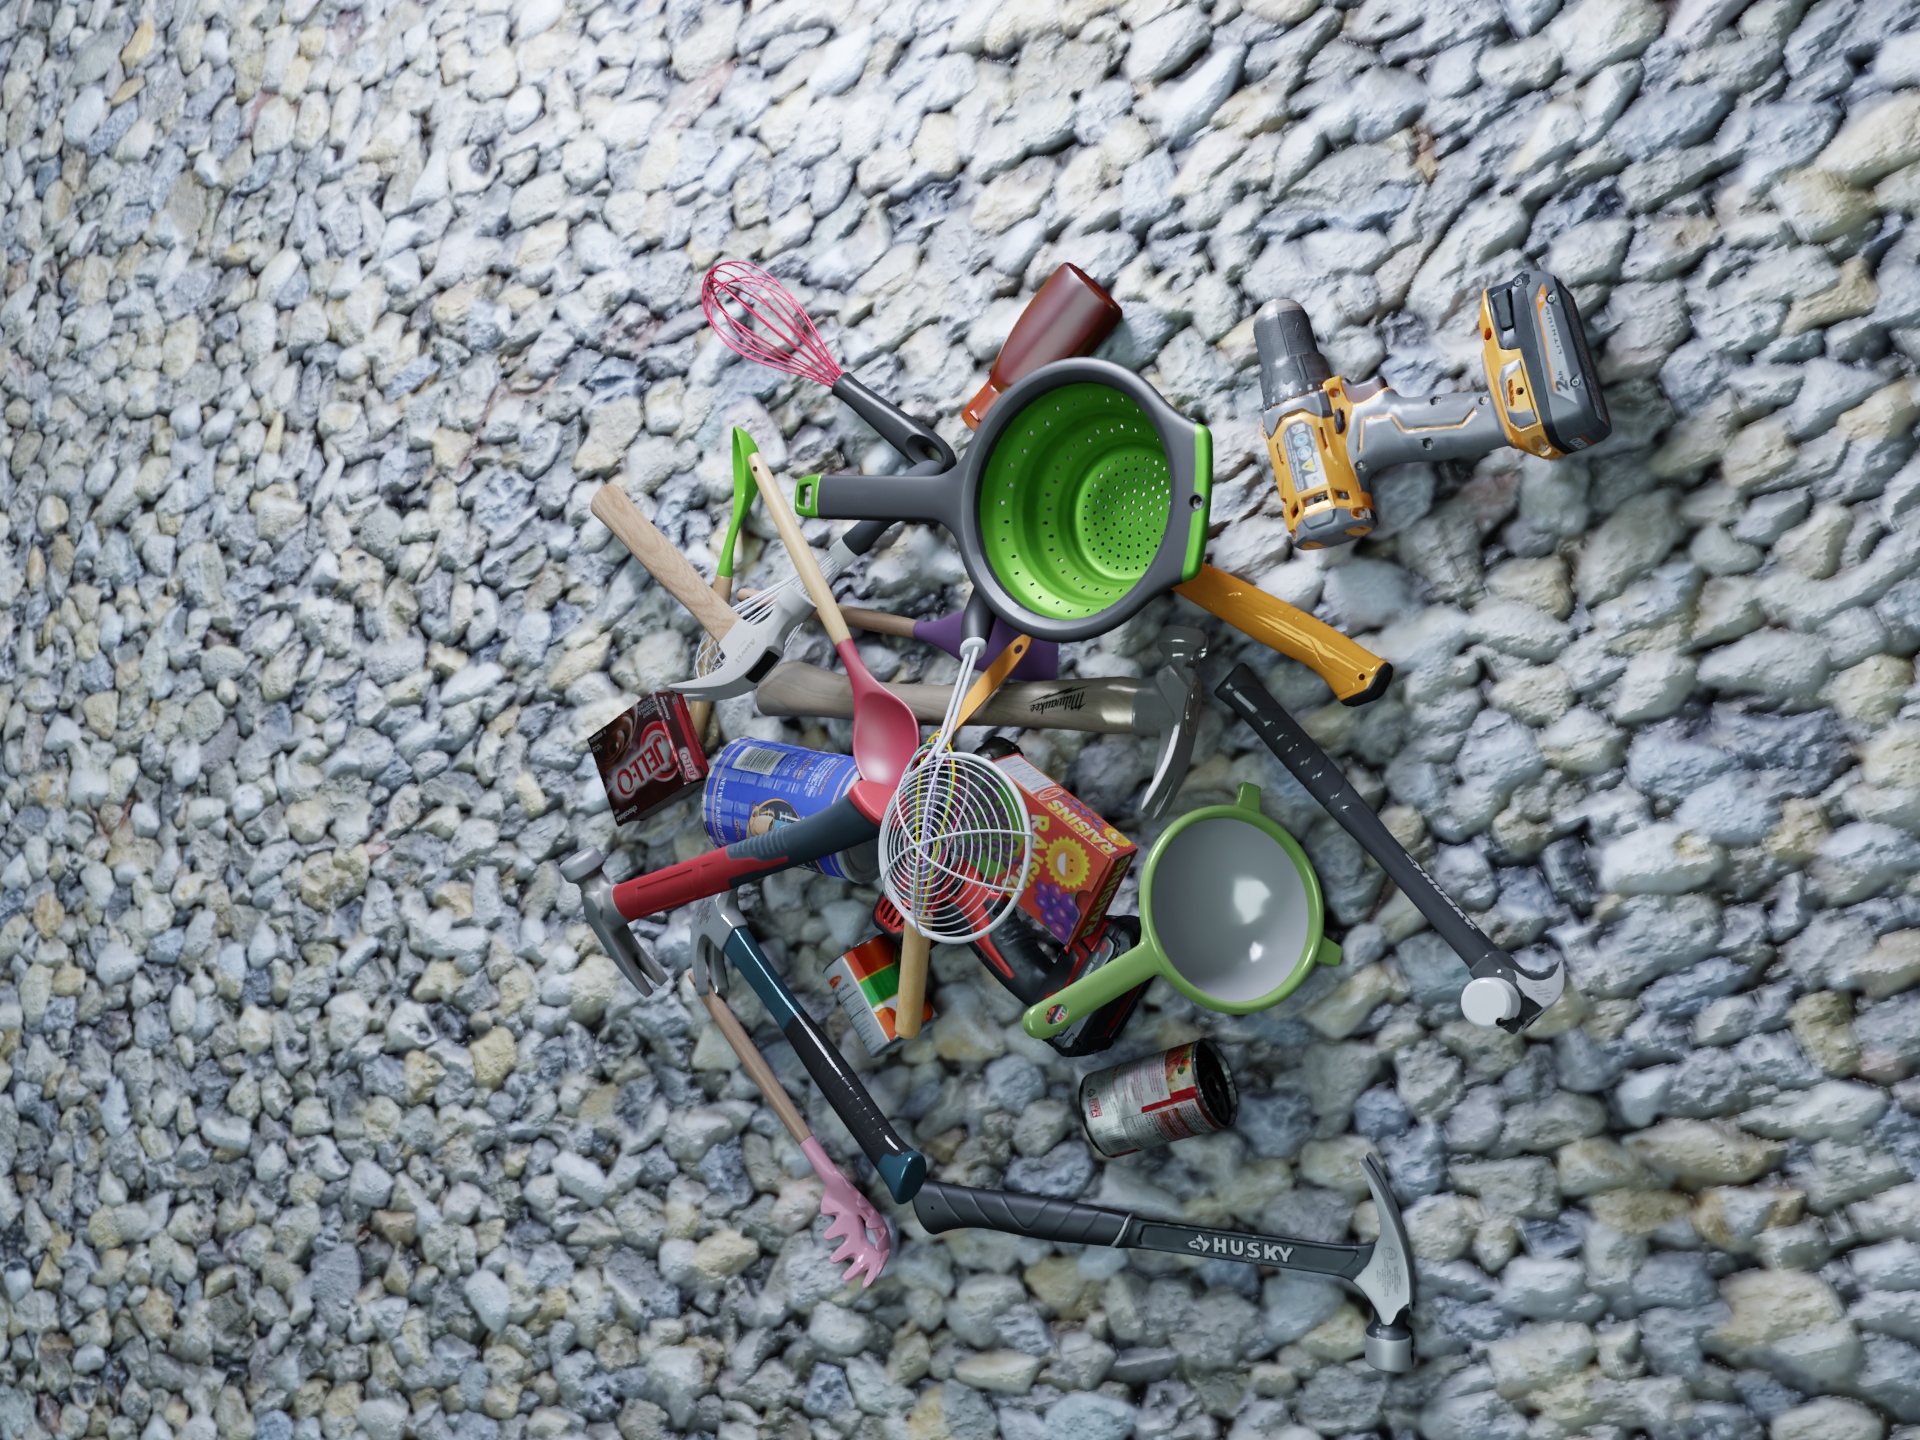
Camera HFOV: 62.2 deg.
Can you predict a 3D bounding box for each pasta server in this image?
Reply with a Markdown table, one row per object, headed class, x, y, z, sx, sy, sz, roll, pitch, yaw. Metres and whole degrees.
| class | x | y | z | sx | sy | sz | roll | pitch | yaw |
| --- | --- | --- | --- | --- | --- | --- | --- | --- | --- |
| pasta server | -0.154 | 0.346 | 1.386 | 0.316 | 0.040 | 0.060 | 52 | 122 | 19 |

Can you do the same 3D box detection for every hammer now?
| class | x | y | z | sx | sy | sz | roll | pitch | yaw |
| --- | --- | --- | --- | --- | --- | --- | --- | --- | --- |
| hammer | -0.002 | -0.004 | 1.275 | 0.411 | 0.038 | 0.146 | 2 | 70 | 34 |
| hammer | -0.132 | 0.264 | 1.339 | 0.331 | 0.033 | 0.128 | 48 | 122 | 31 |
| hammer | 0.292 | 0.080 | 1.120 | 0.035 | 0.146 | 0.335 | -51 | 57 | 22 |
| hammer | 0.143 | 0.393 | 1.230 | 0.409 | 0.036 | 0.149 | -1 | 88 | 28 |
| hammer | -0.246 | -0.123 | 1.375 | 0.130 | 0.031 | 0.332 | -51 | 47 | 3 |
| hammer | -0.179 | 0.133 | 1.305 | 0.386 | 0.038 | 0.143 | -21 | 104 | 40 |
| hammer | 0.181 | -0.115 | 1.213 | 0.337 | 0.034 | 0.127 | 33 | 106 | 24 |

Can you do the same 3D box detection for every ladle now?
| class | x | y | z | sx | sy | sz | roll | pitch | yaw |
| --- | --- | --- | --- | --- | --- | --- | --- | --- | --- |
| ladle | -0.107 | -0.084 | 1.292 | 0.069 | 0.031 | 0.316 | -34 | 73 | 28 |

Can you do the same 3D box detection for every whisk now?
| class | x | y | z | sx | sy | sz | roll | pitch | yaw |
| --- | --- | --- | --- | --- | --- | --- | --- | --- | --- |
| whisk | -0.120 | -0.120 | 1.340 | 0.284 | 0.070 | 0.070 | -40 | 72 | 16 |
| whisk | -0.116 | -0.299 | 1.359 | 0.296 | 0.073 | 0.073 | 40 | 107 | 15 |
| whisk | -0.029 | 0.130 | 1.228 | 0.047 | 0.051 | 0.245 | 12 | 103 | 30 |

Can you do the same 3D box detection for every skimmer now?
| class | x | y | z | sx | sy | sz | roll | pitch | yaw |
| --- | --- | --- | --- | --- | --- | --- | --- | --- | --- |
| skimmer | 0.016 | 0.003 | 1.176 | 0.127 | 0.364 | 0.090 | -29 | 117 | 31 |

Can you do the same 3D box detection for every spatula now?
| class | x | y | z | sx | sy | sz | roll | pitch | yaw |
| --- | --- | --- | --- | --- | --- | --- | --- | --- | --- |
| spatula | -0.059 | -0.083 | 1.346 | 0.316 | 0.018 | 0.059 | 12 | 112 | 27 |

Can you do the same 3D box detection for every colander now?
| class | x | y | z | sx | sy | sz | roll | pitch | yaw |
| --- | --- | --- | --- | --- | --- | --- | --- | --- | --- |
| colander | 0.039 | -0.166 | 1.224 | 0.397 | 0.094 | 0.204 | 7 | 94 | 39 |

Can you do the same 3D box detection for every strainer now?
| class | x | y | z | sx | sy | sz | roll | pitch | yaw |
| --- | --- | --- | --- | --- | --- | --- | --- | --- | --- |
| strainer | 0.144 | 0.163 | 1.150 | 0.151 | 0.256 | 0.069 | 63 | 157 | 2 |

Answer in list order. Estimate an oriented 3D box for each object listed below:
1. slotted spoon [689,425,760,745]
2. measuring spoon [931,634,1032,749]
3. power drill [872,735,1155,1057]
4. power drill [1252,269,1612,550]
| class | x | y | z | sx | sy | sz | roll | pitch | yaw |
| --- | --- | --- | --- | --- | --- | --- | --- | --- | --- |
| slotted spoon | -0.215 | -0.105 | 1.421 | 0.070 | 0.031 | 0.313 | -139 | 59 | -69 |
| measuring spoon | 0.019 | -0.021 | 1.241 | 0.117 | 0.011 | 0.021 | -50 | 44 | 1 |
| power drill | 0.052 | 0.137 | 1.257 | 0.227 | 0.080 | 0.188 | 34 | 98 | 28 |
| power drill | 0.317 | -0.239 | 1.119 | 0.226 | 0.084 | 0.185 | -18 | 80 | 31 |
